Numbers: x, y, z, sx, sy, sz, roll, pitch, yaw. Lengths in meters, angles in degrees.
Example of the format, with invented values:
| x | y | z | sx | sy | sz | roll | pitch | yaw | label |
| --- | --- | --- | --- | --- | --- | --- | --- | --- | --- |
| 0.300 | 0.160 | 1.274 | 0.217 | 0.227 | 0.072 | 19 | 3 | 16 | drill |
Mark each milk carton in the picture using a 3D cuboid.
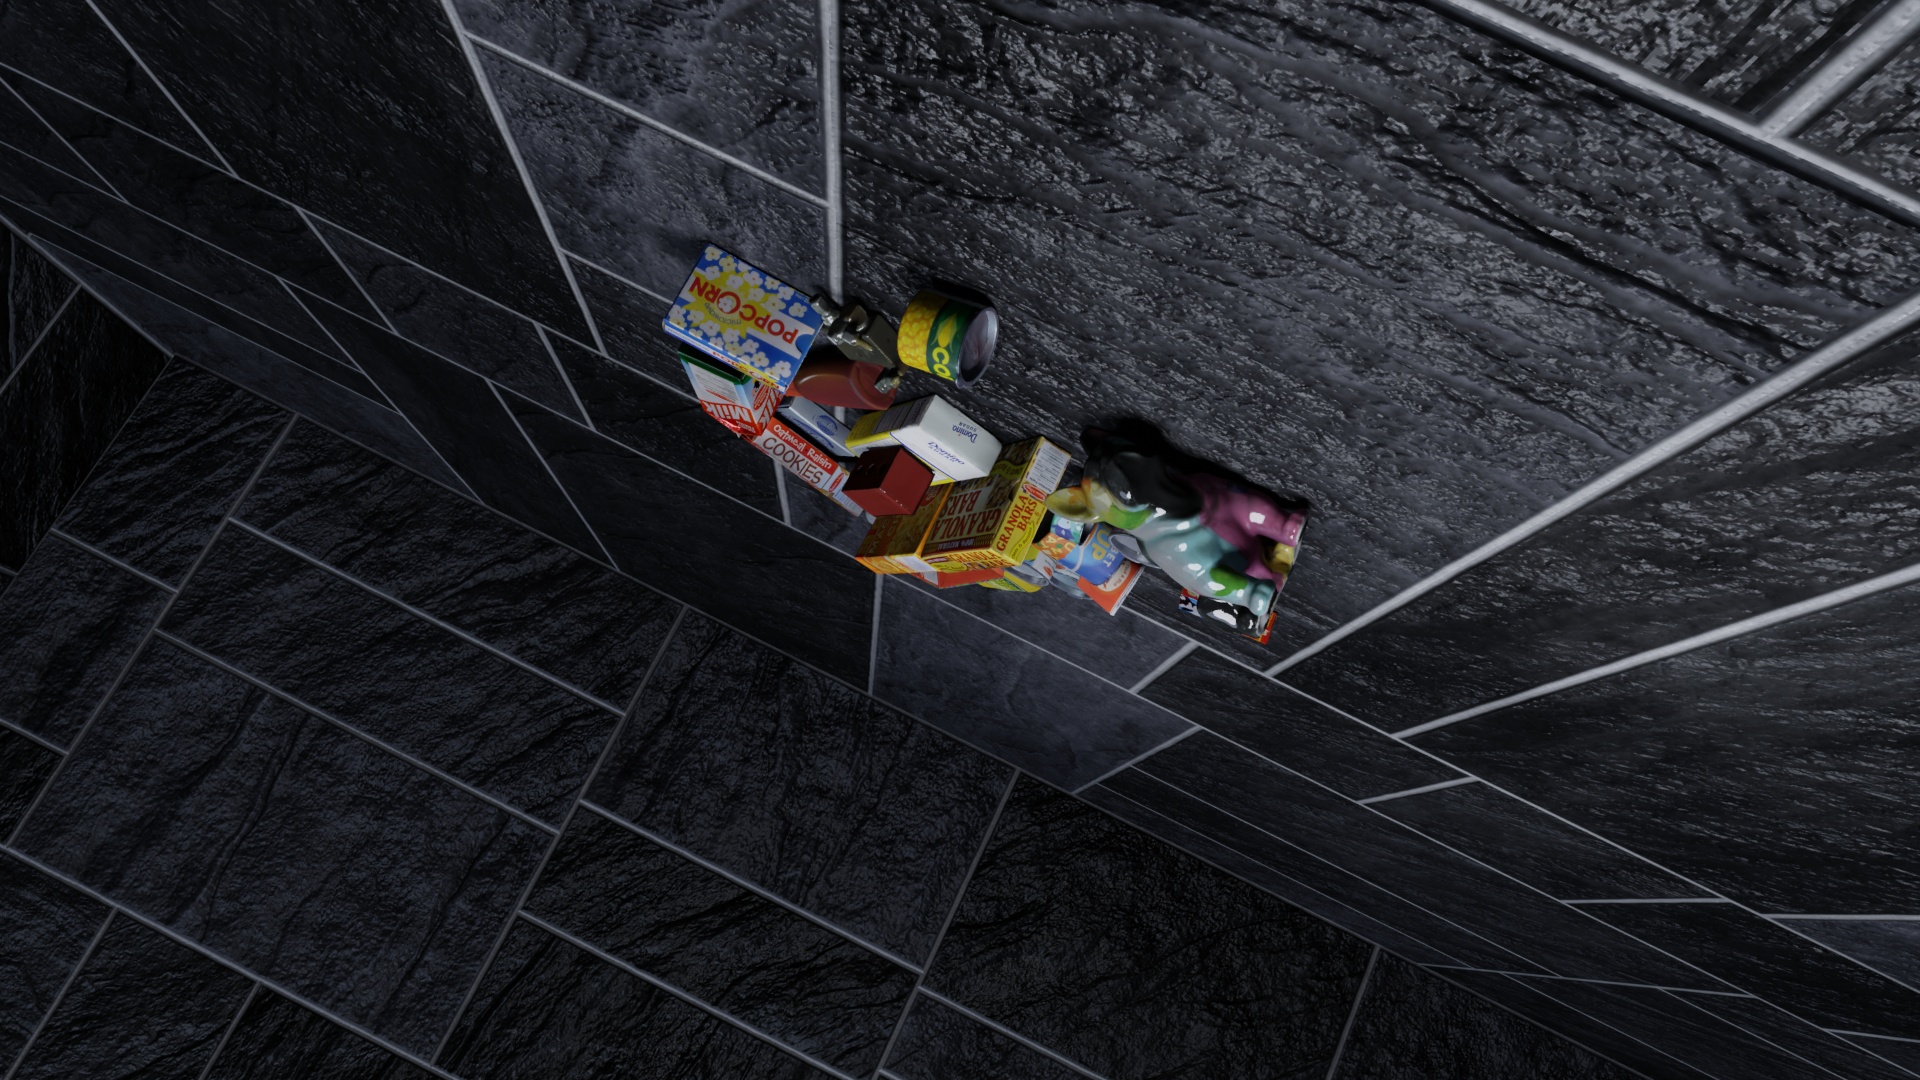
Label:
| x | y | z | sx | sy | sz | roll | pitch | yaw | label |
| --- | --- | --- | --- | --- | --- | --- | --- | --- | --- |
| -0.230 | -0.171 | 1.448 | 0.073 | 0.072 | 0.190 | 24 | 163 | 8 | milk carton |

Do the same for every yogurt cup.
| x | y | z | sx | sy | sz | roll | pitch | yaw | label |
| --- | --- | --- | --- | --- | --- | --- | --- | --- | --- |
| 0.163 | 0.040 | 1.514 | 0.054 | 0.072 | 0.072 | 33 | 165 | 7 | yogurt cup |

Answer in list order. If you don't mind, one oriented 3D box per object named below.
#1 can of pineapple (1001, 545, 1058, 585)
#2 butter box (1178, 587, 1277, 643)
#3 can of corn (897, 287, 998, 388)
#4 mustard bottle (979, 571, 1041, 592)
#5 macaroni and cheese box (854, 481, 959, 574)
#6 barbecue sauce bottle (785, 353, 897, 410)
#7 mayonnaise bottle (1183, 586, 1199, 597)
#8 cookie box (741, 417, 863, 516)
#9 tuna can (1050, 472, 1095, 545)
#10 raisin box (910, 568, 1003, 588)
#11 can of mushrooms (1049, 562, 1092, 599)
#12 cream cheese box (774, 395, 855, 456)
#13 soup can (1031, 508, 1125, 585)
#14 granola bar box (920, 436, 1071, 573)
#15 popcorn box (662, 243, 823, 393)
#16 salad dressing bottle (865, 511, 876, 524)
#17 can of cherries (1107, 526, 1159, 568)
| x | y | z | sx | sy | sz | roll | pitch | yaw | label |
| --- | --- | --- | --- | --- | --- | --- | --- | --- | --- |
| 0.079 | 0.010 | 1.559 | 0.071 | 0.058 | 0.070 | 25 | 164 | 8 | can of pineapple |
| 0.288 | 0.076 | 1.497 | 0.103 | 0.024 | 0.053 | 23 | 165 | 15 | butter box |
| -0.011 | -0.162 | 1.117 | 0.058 | 0.071 | 0.071 | 21 | 164 | 21 | can of corn |
| 0.050 | 0.034 | 1.703 | 0.065 | 0.049 | 0.160 | 35 | 163 | -21 | mustard bottle |
| -0.043 | -0.024 | 1.522 | 0.040 | 0.124 | 0.166 | 34 | 163 | -21 | macaroni and cheese box |
| -0.130 | -0.159 | 1.378 | 0.148 | 0.044 | 0.064 | 10 | 157 | 48 | barbecue sauce bottle |
| 0.256 | 0.039 | 1.365 | 0.041 | 0.065 | 0.148 | 19 | 167 | 33 | mayonnaise bottle |
| -0.192 | -0.101 | 1.612 | 0.167 | 0.040 | 0.123 | 37 | 179 | -35 | cookie box |
| 0.116 | -0.030 | 1.353 | 0.033 | 0.071 | 0.071 | 24 | 164 | 13 | tuna can |
| -0.013 | 0.022 | 1.653 | 0.086 | 0.040 | 0.123 | -9 | -167 | -23 | raisin box |
| 0.134 | 0.040 | 1.616 | 0.071 | 0.033 | 0.071 | 24 | 164 | 7 | can of mushrooms |
| -0.163 | -0.130 | 1.562 | 0.103 | 0.024 | 0.053 | 37 | 161 | -33 | cream cheese box |
| 0.125 | -0.003 | 1.430 | 0.084 | 0.071 | 0.071 | 32 | 164 | -17 | soup can |
| 0.031 | -0.033 | 1.373 | 0.039 | 0.124 | 0.165 | 31 | 164 | -20 | granola bar box |
| -0.195 | -0.201 | 1.264 | 0.127 | 0.085 | 0.038 | 28 | 165 | -5 | popcorn box |
| -0.046 | -0.027 | 1.673 | 0.148 | 0.044 | 0.064 | 13 | 166 | 36 | salad dressing bottle |
| 0.179 | -0.014 | 1.316 | 0.071 | 0.058 | 0.071 | 24 | 165 | 7 | can of cherries |
